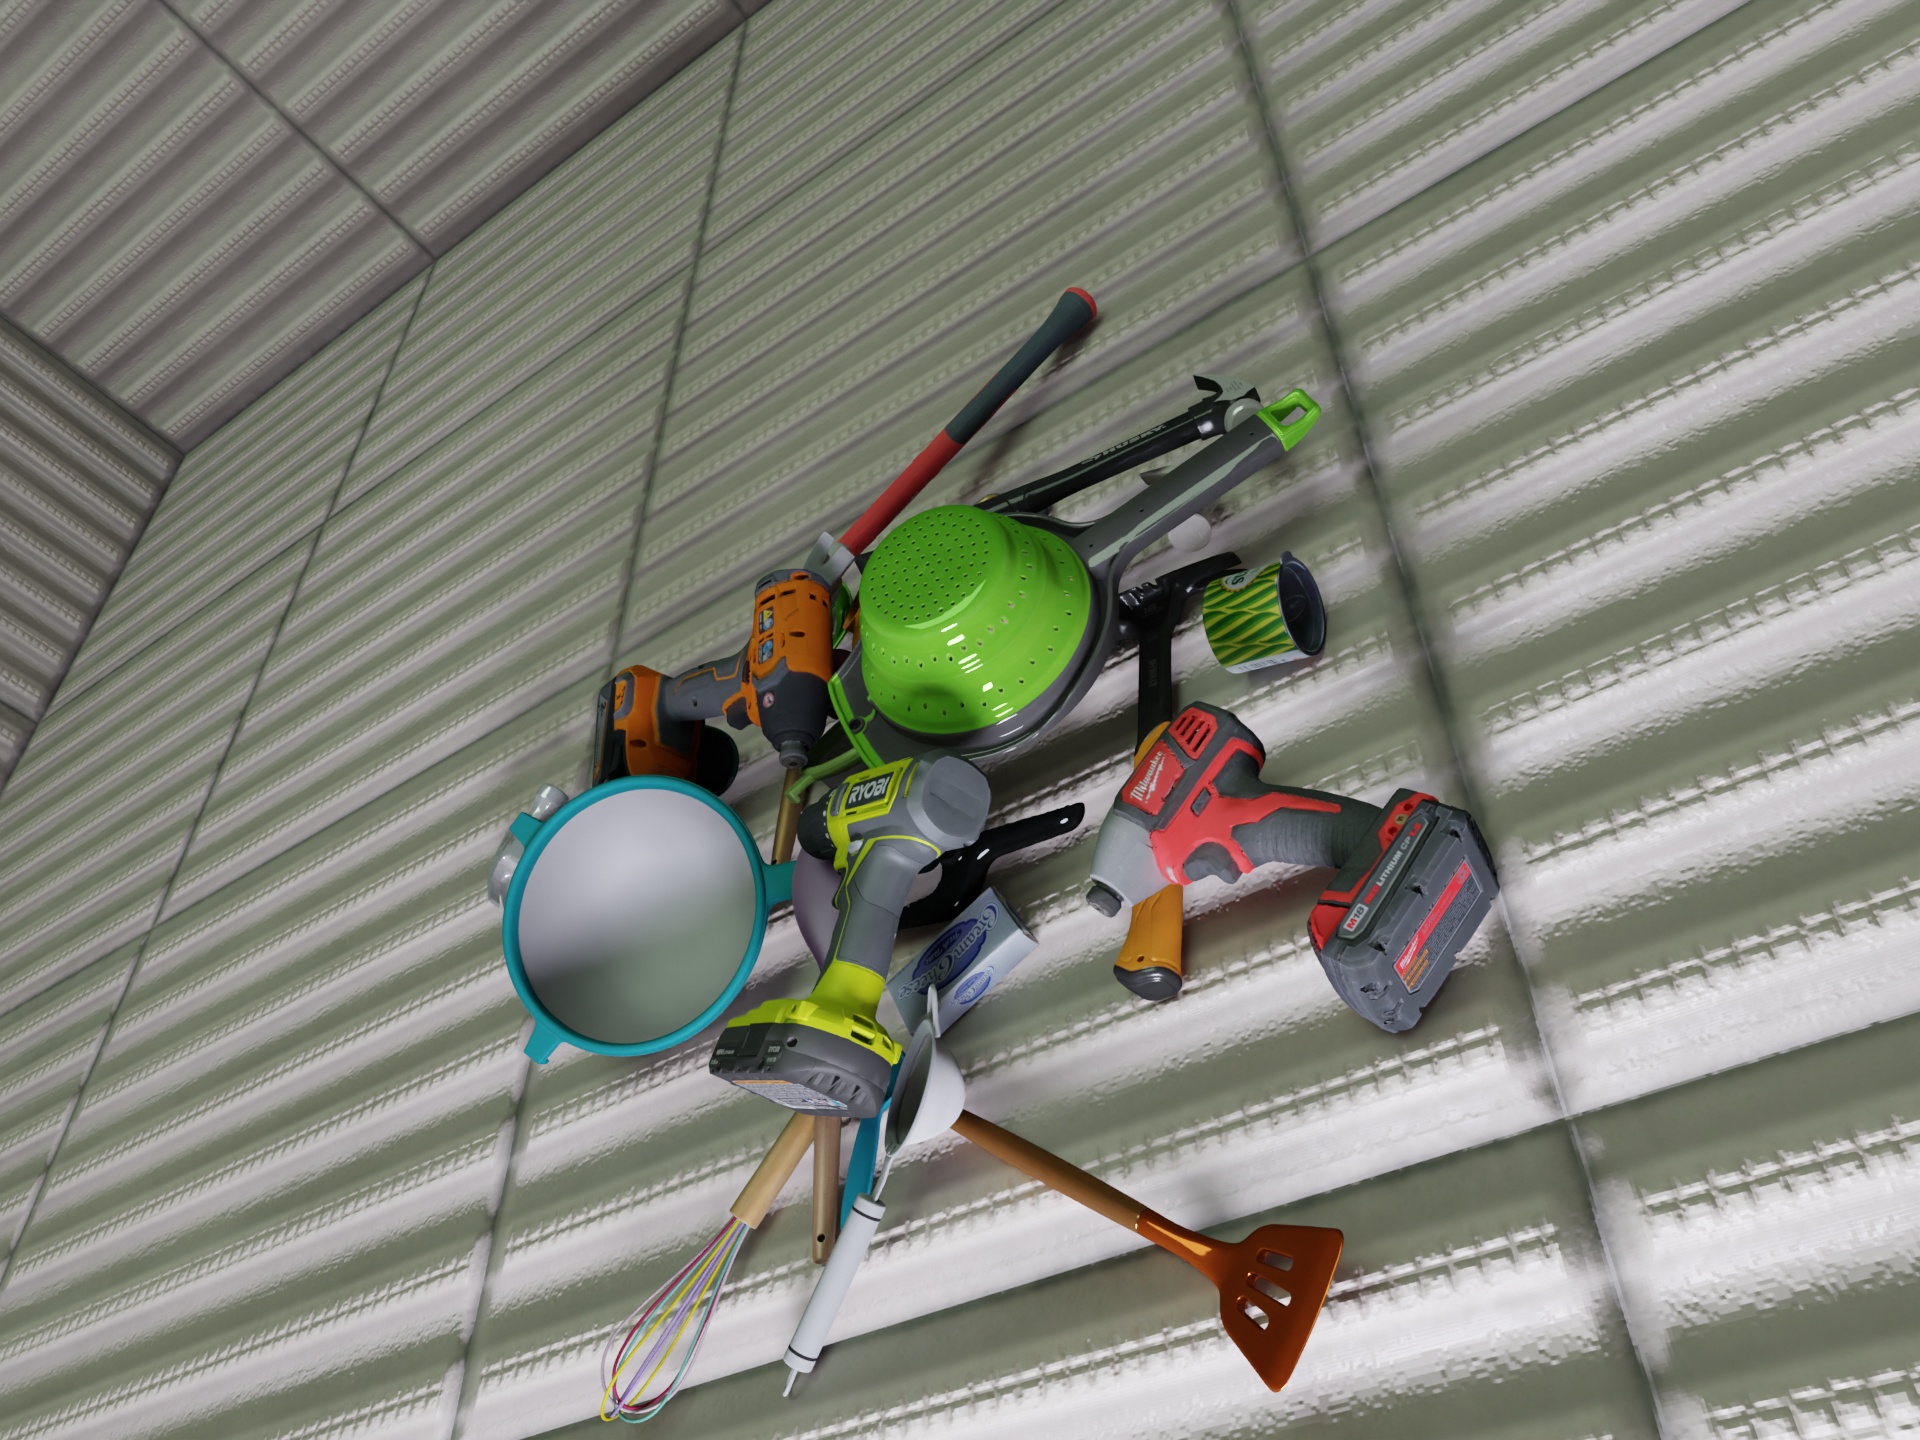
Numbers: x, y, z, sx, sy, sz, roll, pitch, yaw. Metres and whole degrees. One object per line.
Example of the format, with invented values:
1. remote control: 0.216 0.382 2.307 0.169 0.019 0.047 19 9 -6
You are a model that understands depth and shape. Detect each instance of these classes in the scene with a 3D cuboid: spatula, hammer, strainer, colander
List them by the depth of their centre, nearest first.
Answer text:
1. spatula: 0.080 0.264 0.877 0.323 0.041 0.081 13 72 51
2. strainer: -0.050 0.288 0.967 0.258 0.050 0.087 -65 9 -5
3. hammer: 0.136 0.030 1.051 0.127 0.034 0.337 -22 42 30
4. spatula: -0.090 0.206 1.079 0.060 0.018 0.316 -8 57 9
5. colander: 0.065 -0.125 1.081 0.397 0.094 0.205 -35 48 4
6. strainer: -0.002 -0.004 1.175 0.256 0.069 0.151 -28 14 28
7. strainer: -0.173 0.140 1.210 0.340 0.095 0.211 -12 70 8
8. hammer: 0.071 -0.181 1.228 0.335 0.035 0.146 -23 21 10
9. hammer: 0.057 -0.099 1.236 0.331 0.031 0.130 -30 22 27
10. hammer: -0.003 -0.252 1.387 0.386 0.038 0.143 -49 2 -18
11. hammer: -0.319 0.133 1.402 0.331 0.033 0.128 8 61 48

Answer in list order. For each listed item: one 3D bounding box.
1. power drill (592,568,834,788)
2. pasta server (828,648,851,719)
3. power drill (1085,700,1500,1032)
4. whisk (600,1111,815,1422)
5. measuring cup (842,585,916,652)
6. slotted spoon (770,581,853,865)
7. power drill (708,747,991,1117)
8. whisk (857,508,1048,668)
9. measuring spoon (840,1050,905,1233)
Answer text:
1. power drill: -0.189 -0.004 1.250 0.226 0.084 0.164 -28 51 31
2. pasta server: -0.163 -0.037 1.374 0.060 0.040 0.316 -56 24 -16
3. power drill: 0.175 0.080 0.902 0.220 0.078 0.143 24 71 45
4. whisk: -0.155 0.344 1.033 0.051 0.047 0.245 12 61 51
5. measuring cup: -0.057 -0.084 1.295 0.095 0.052 0.174 -59 13 27
6. slotted spoon: -0.131 0.003 1.347 0.070 0.031 0.314 -21 45 31
7. power drill: -0.078 0.134 1.034 0.190 0.080 0.229 -18 47 55
8. whisk: -0.004 -0.103 1.239 0.055 0.055 0.239 5 42 47
9. measuring spoon: -0.055 0.274 1.027 0.042 0.021 0.129 -8 59 37
